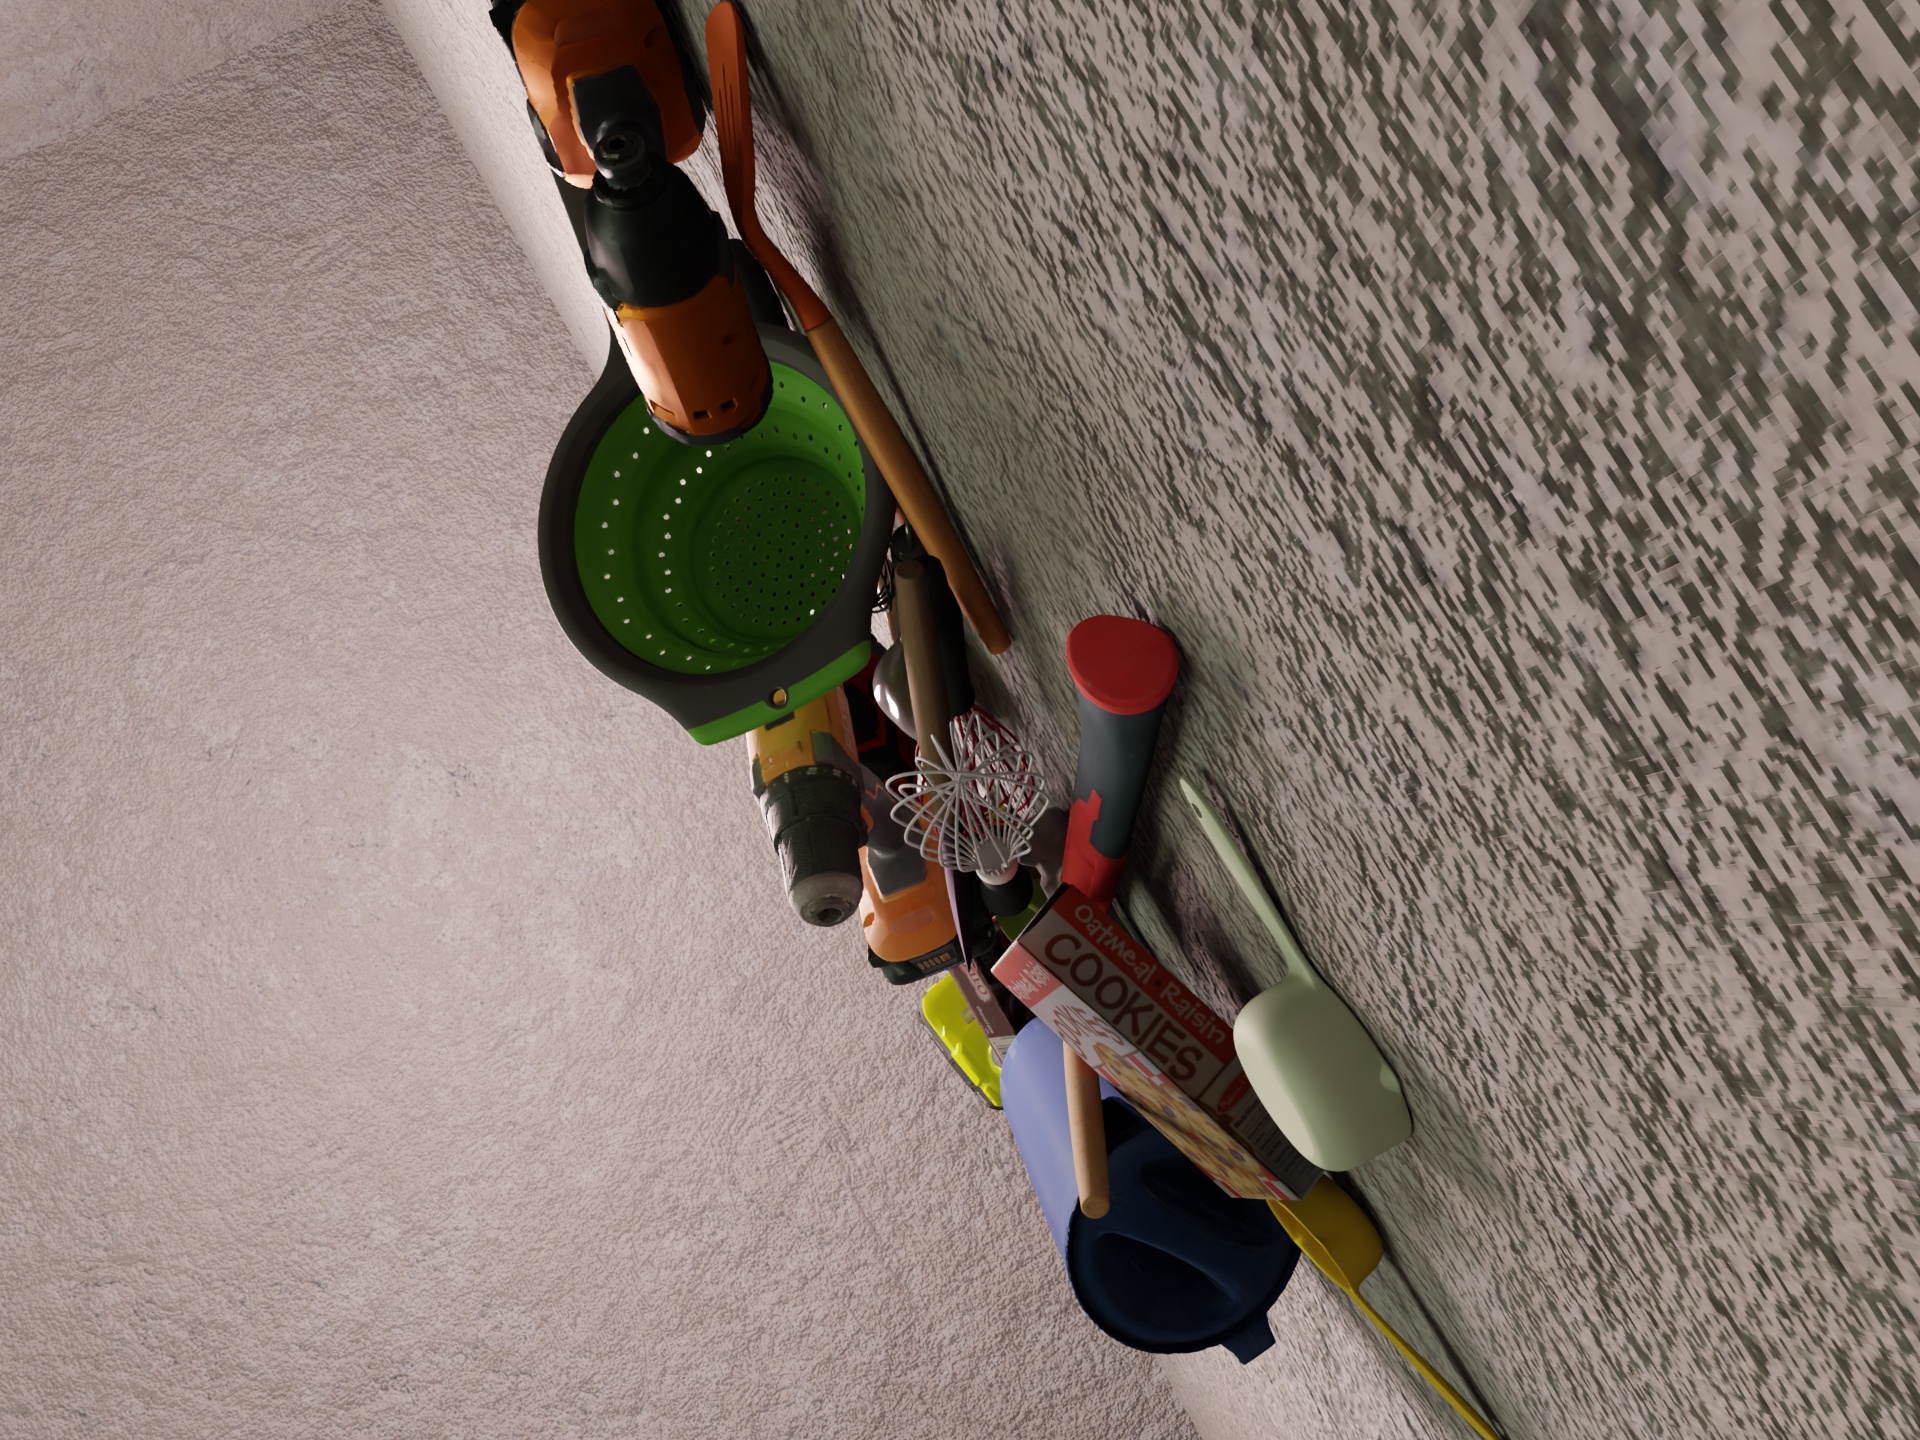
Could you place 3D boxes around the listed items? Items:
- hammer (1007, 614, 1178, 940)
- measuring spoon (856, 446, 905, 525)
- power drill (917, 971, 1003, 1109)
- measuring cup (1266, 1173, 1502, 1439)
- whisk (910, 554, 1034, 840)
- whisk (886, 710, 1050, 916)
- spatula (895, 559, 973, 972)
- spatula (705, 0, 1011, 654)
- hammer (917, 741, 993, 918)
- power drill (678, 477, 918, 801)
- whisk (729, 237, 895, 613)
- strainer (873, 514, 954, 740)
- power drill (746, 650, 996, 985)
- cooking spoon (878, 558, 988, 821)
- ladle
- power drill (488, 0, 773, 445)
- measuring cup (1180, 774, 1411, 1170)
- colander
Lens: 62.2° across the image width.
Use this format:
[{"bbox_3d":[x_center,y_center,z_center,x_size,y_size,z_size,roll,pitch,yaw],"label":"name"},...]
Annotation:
[{"bbox_3d":[0.073,0.058,0.729,0.143,0.038,0.386,57,171,17],"label":"hammer"},{"bbox_3d":[-0.038,-0.115,0.895,0.117,0.011,0.021,55,170,31],"label":"measuring spoon"},{"bbox_3d":[0.030,0.245,1.349,0.190,0.080,0.228,49,161,9],"label":"power drill"},{"bbox_3d":[0.206,0.273,0.739,0.156,0.029,0.062,47,168,12],"label":"measuring cup"},{"bbox_3d":[-0.001,-0.003,0.853,0.073,0.073,0.295,56,170,26],"label":"whisk"},{"bbox_3d":[0.016,0.062,0.777,0.070,0.070,0.284,58,176,18],"label":"whisk"},{"bbox_3d":[-0.009,0.031,0.814,0.315,0.018,0.060,82,-172,-52],"label":"spatula"},{"bbox_3d":[-0.046,-0.169,0.743,0.322,0.041,0.081,60,174,-23],"label":"spatula"},{"bbox_3d":[0.009,0.112,1.310,0.130,0.031,0.331,51,168,46],"label":"hammer"},{"bbox_3d":[-0.096,-0.050,1.044,0.219,0.078,0.143,54,-158,-45],"label":"power drill"},{"bbox_3d":[-0.090,-0.167,0.936,0.238,0.055,0.055,69,169,-23],"label":"whisk"},{"bbox_3d":[-0.028,-0.049,0.902,0.258,0.050,0.087,91,-178,-67],"label":"strainer"},{"bbox_3d":[-0.055,0.077,0.950,0.226,0.084,0.186,55,-165,-48],"label":"power drill"},{"bbox_3d":[-0.014,0.020,1.109,0.069,0.017,0.318,-65,-32,-44],"label":"cooking spoon"},{"bbox_3d":[0.054,0.175,0.876,0.078,0.062,0.320,51,-167,-15],"label":"ladle"},{"bbox_3d":[-0.153,-0.260,0.738,0.164,0.084,0.227,78,173,-63],"label":"power drill"},{"bbox_3d":[0.115,0.101,0.616,0.167,0.038,0.083,59,172,-7],"label":"measuring cup"},{"bbox_3d":[-0.146,-0.176,0.879,0.397,0.204,0.094,68,-166,15],"label":"colander"}]
